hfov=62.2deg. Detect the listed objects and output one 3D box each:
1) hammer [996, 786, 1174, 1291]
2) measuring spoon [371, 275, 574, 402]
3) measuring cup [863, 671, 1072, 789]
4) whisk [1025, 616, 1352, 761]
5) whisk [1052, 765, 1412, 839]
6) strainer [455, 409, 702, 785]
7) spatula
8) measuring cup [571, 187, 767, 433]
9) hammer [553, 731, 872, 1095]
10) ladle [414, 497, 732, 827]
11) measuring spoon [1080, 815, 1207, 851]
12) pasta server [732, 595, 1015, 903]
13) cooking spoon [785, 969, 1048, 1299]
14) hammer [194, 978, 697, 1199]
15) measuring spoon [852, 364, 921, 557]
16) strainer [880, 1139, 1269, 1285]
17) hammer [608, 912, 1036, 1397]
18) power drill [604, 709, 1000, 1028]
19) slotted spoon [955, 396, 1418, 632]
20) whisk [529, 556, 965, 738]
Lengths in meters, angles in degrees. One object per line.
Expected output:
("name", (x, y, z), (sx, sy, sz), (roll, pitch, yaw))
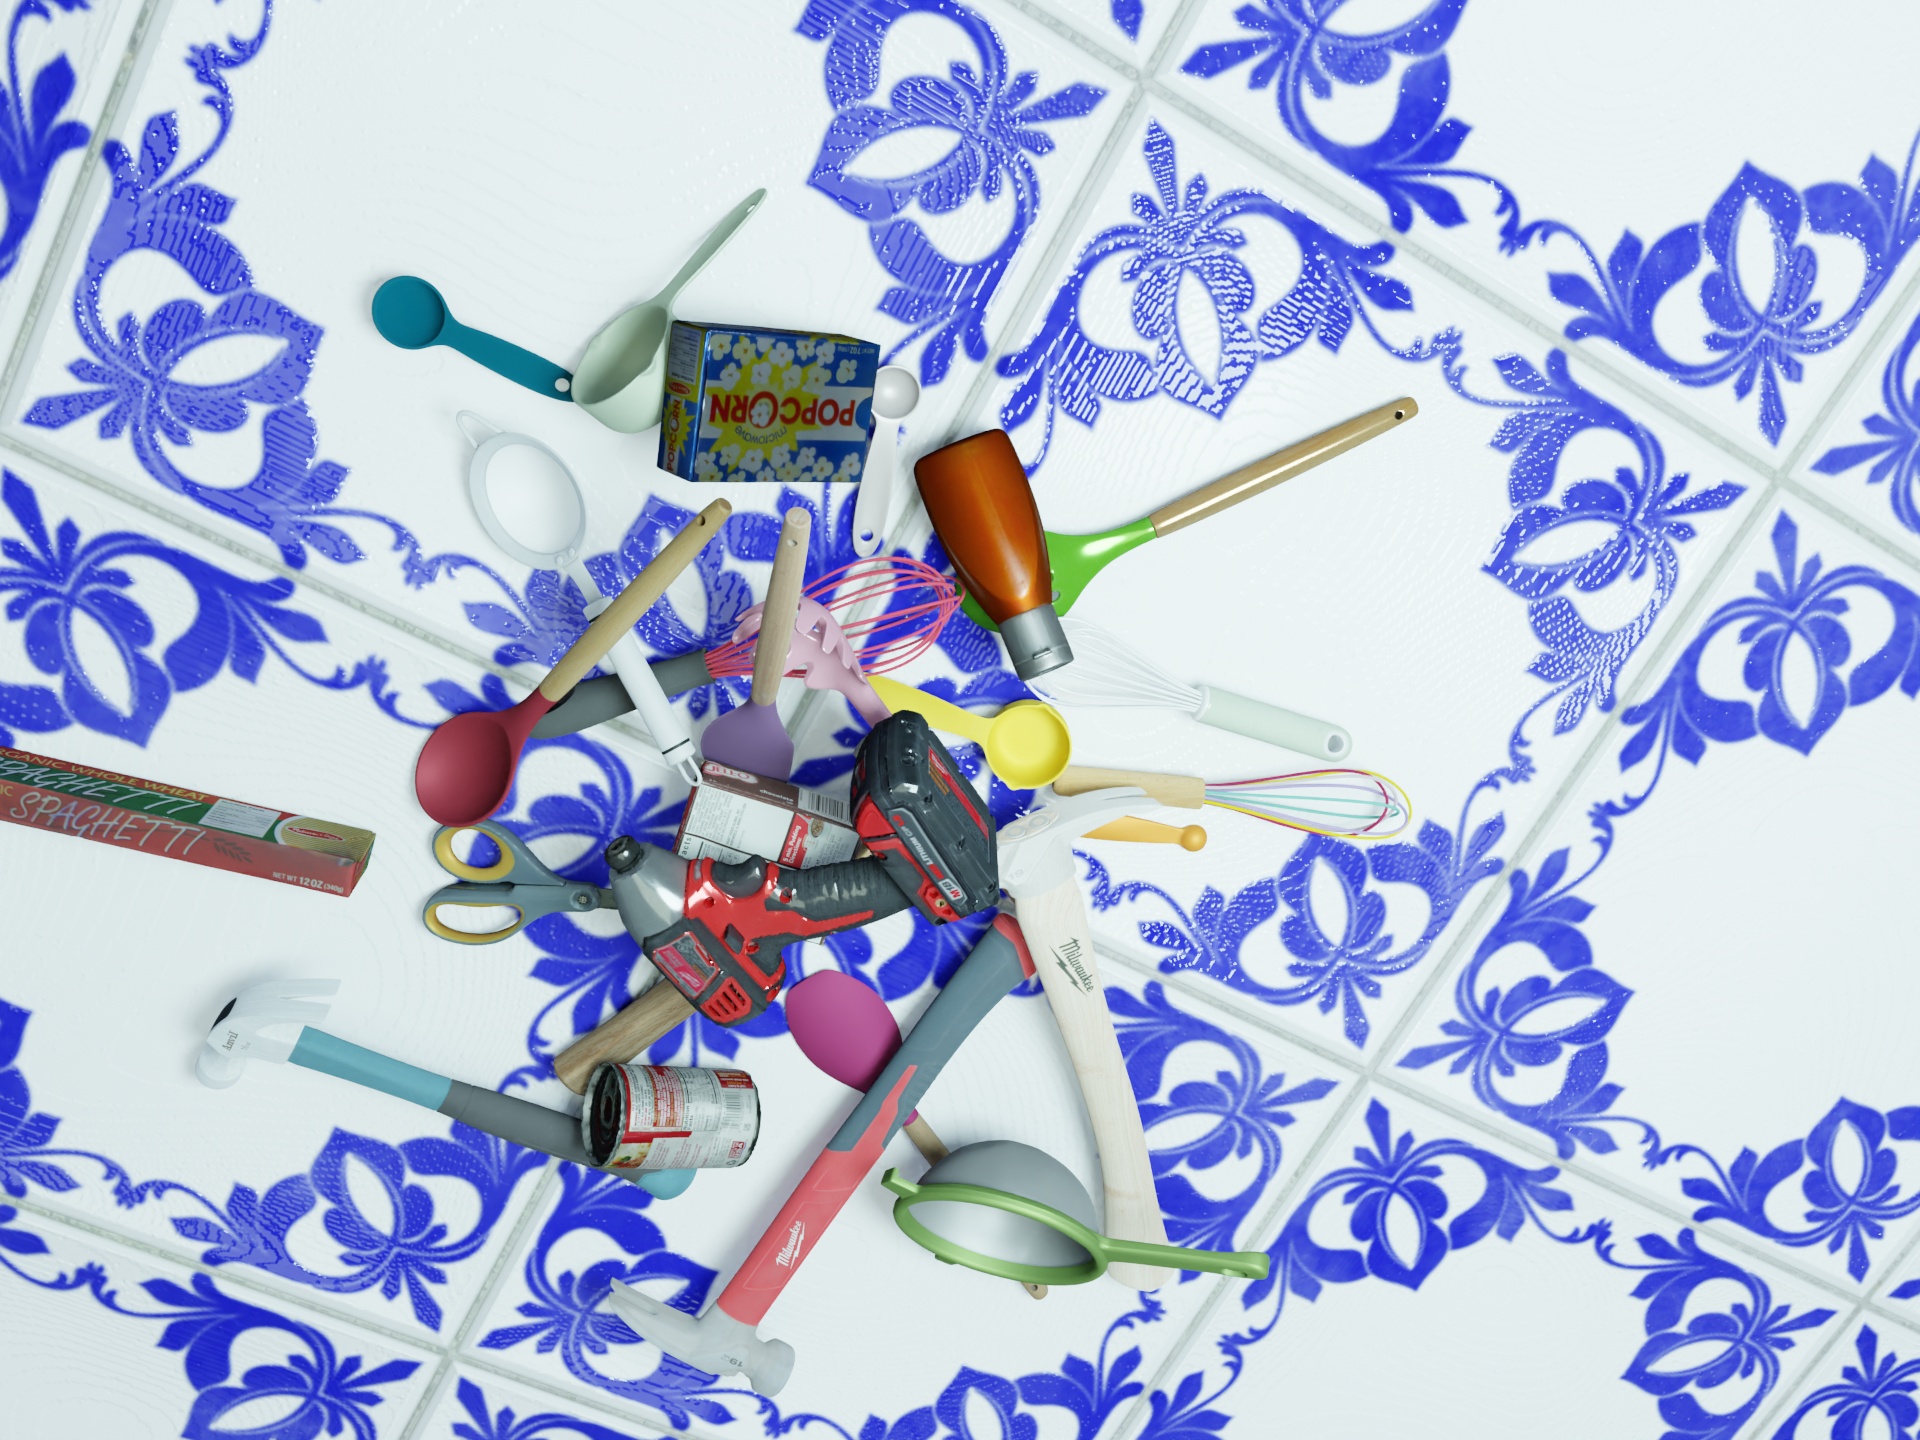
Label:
("hammer", (0.104, 0.236, 1.101), (0.146, 0.038, 0.410), (-23, 118, -12))
("measuring spoon", (-0.281, -0.221, 0.937), (0.128, 0.021, 0.042), (24, 106, -23))
("measuring cup", (-0.002, -0.003, 1.040), (0.156, 0.029, 0.062), (20, 106, 0))
("whisk", (0.149, -0.013, 1.038), (0.246, 0.059, 0.058), (16, 91, -17))
("whisk", (0.183, 0.048, 1.070), (0.245, 0.051, 0.047), (5, 88, -4))
("strainer", (-0.220, -0.074, 0.955), (0.087, 0.050, 0.258), (-24, 97, 36))
("spatula", (-0.113, -0.027, 0.910), (0.059, 0.018, 0.315), (17, 150, -4))
("measuring cup", (-0.157, -0.236, 0.925), (0.167, 0.083, 0.038), (-52, 132, -6))
("hammer", (-0.136, 0.149, 1.070), (0.331, 0.031, 0.130), (-37, 108, 7))
("ladle", (-0.231, -0.032, 0.941), (0.315, 0.031, 0.069), (-39, 76, 32))
("measuring spoon", (0.113, 0.075, 1.081), (0.117, 0.011, 0.021), (8, 108, -9))
("pasta server", (-0.032, 0.030, 0.989), (0.060, 0.040, 0.315), (-5, 136, 38))
("cooking spoon", (-0.022, 0.304, 1.143), (0.069, 0.017, 0.318), (-32, 108, 5))
("hammer", (-0.335, 0.257, 1.072), (0.330, 0.033, 0.128), (25, 130, -18))
("measuring spoon", (-0.050, -0.161, 0.984), (0.034, 0.018, 0.124), (7, 115, -13))
("strainer", (0.083, 0.330, 1.077), (0.256, 0.069, 0.151), (1, 142, 20))
("hammer", (-0.084, 0.287, 1.098), (0.143, 0.038, 0.386), (33, 97, -15))
("power drill", (-0.097, 0.090, 0.945), (0.219, 0.079, 0.143), (-26, 120, 15))
("slotted spoon", (0.144, -0.135, 1.005), (0.314, 0.031, 0.070), (-24, 110, 1))
("whisk", (-0.138, -0.040, 0.991), (0.296, 0.073, 0.073), (-17, 110, 5))
